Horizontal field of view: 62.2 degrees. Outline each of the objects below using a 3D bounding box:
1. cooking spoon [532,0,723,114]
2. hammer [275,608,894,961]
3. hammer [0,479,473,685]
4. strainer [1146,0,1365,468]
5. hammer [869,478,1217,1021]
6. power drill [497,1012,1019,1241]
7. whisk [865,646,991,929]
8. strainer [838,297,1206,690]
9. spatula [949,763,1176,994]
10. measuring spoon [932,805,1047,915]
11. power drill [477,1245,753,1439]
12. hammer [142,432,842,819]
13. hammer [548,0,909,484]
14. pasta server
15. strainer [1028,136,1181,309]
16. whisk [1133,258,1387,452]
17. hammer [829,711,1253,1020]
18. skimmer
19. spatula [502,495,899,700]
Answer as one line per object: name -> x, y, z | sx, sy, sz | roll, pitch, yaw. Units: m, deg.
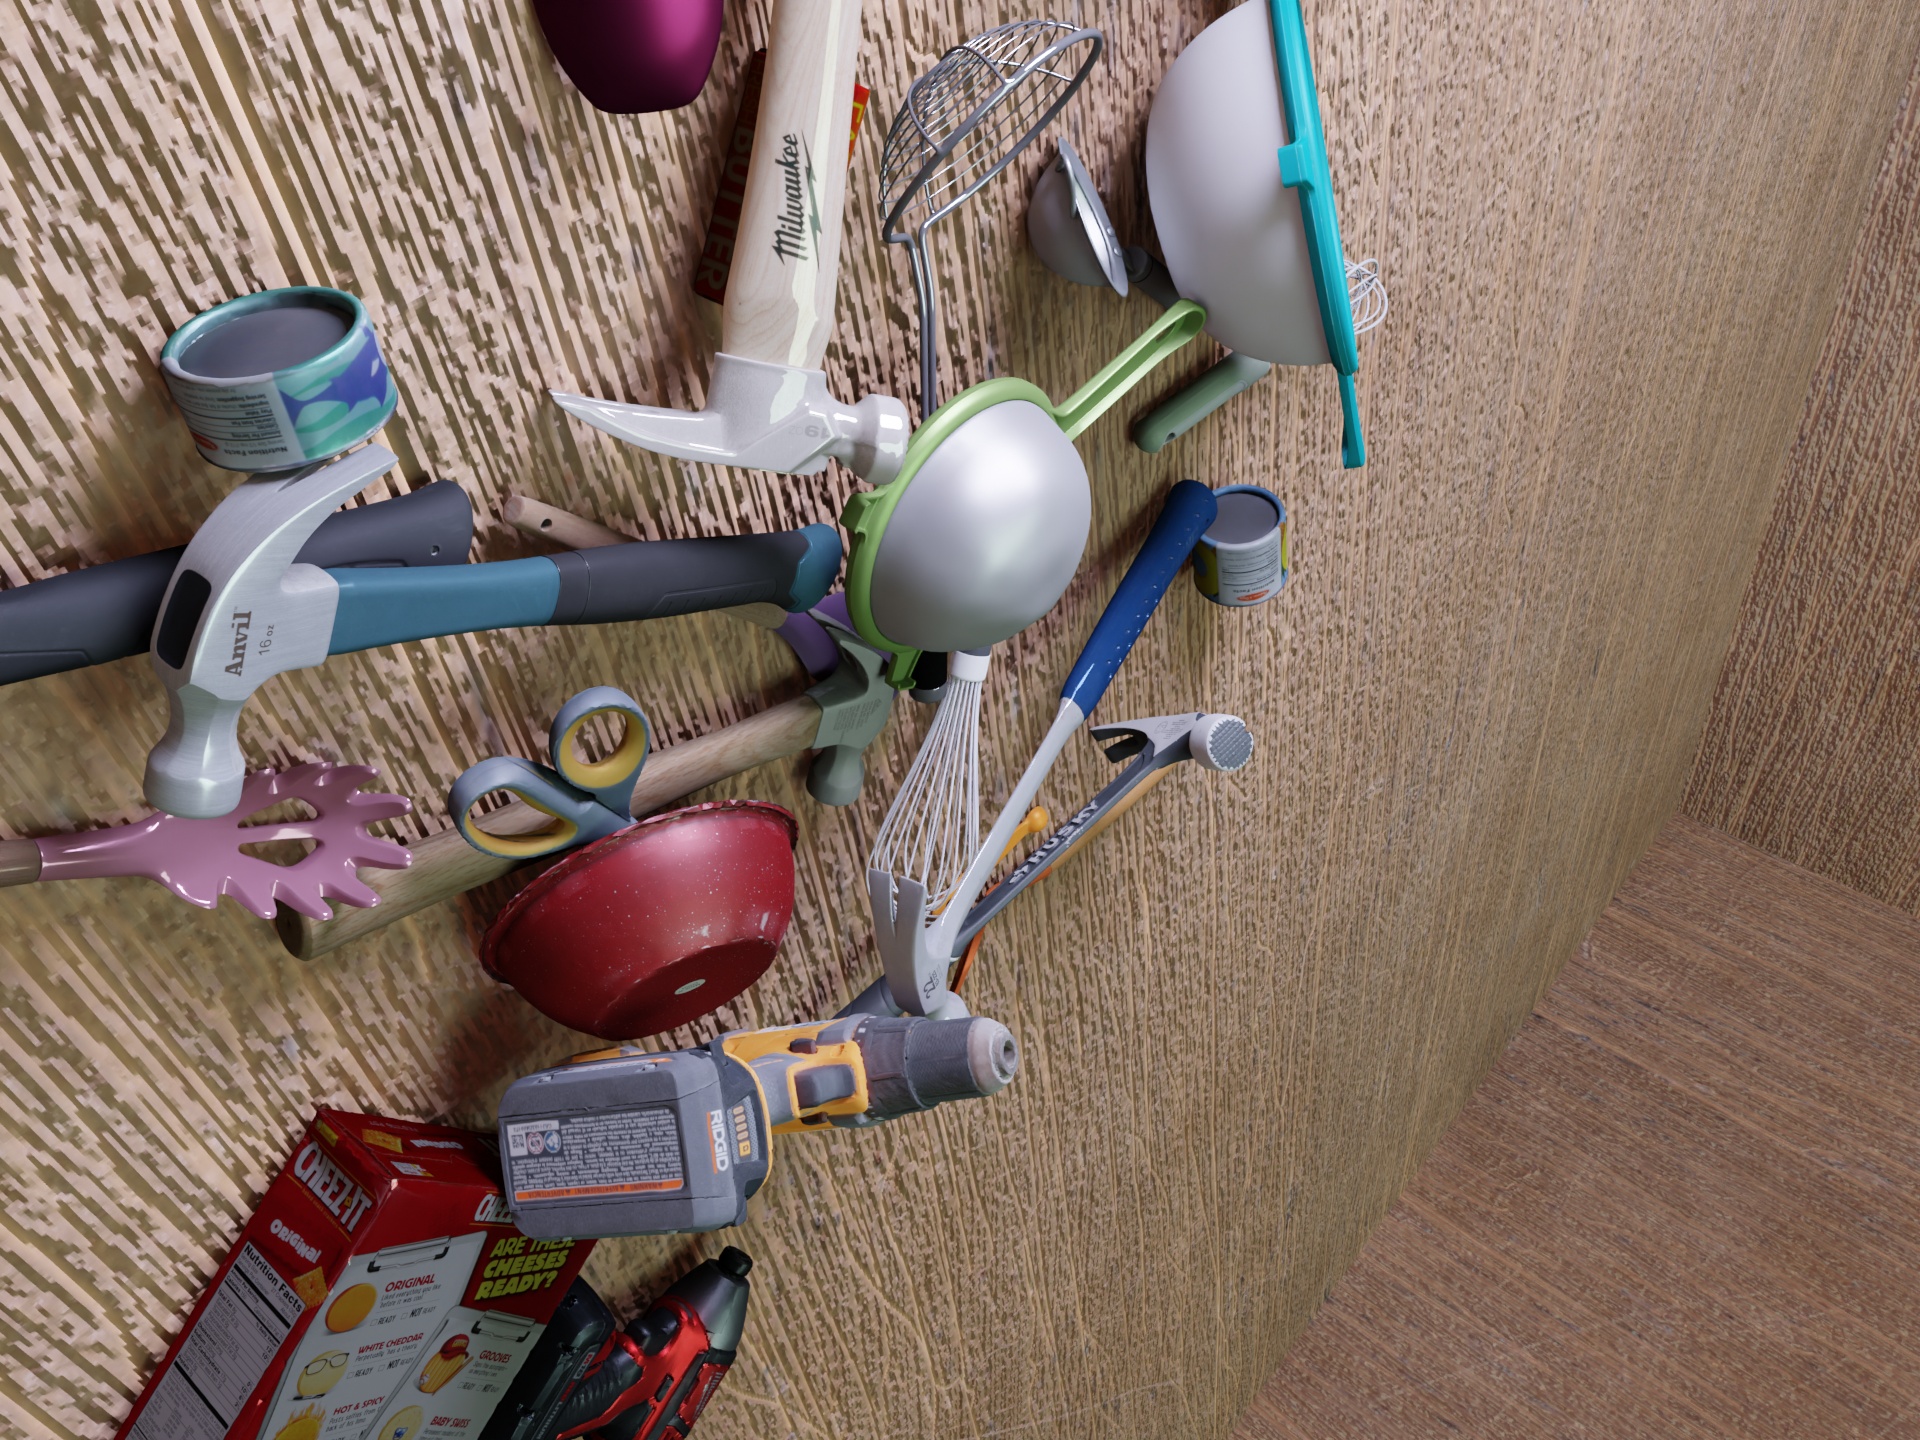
cooking spoon -> -0.123, -0.354, 0.497 | 0.068, 0.017, 0.318 | -10, 126, -9
hammer -> -0.156, 0.032, 0.745 | 0.331, 0.031, 0.130 | -23, 143, -42
hammer -> -0.296, -0.031, 0.492 | 0.335, 0.035, 0.146 | -26, 125, -47
strainer -> 0.171, -0.251, 0.910 | 0.340, 0.095, 0.211 | 59, 27, -54
hammer -> 0.062, -0.001, 0.957 | 0.406, 0.035, 0.143 | -58, 148, -30
power drill -> -0.090, 0.189, 0.790 | 0.226, 0.185, 0.084 | 2, 77, -64
whisk -> -0.002, -0.003, 0.931 | 0.070, 0.070, 0.284 | -11, 118, -52
strainer -> 0.054, -0.119, 0.787 | 0.256, 0.069, 0.151 | -44, 153, -18
spatula -> 0.081, 0.098, 1.138 | 0.322, 0.041, 0.081 | -36, 159, -37
measuring spoon -> 0.022, 0.098, 1.082 | 0.117, 0.011, 0.021 | -41, 143, -30
power drill -> -0.202, 0.364, 0.912 | 0.143, 0.079, 0.219 | -57, 151, -6
hammer -> -0.157, -0.051, 0.632 | 0.331, 0.033, 0.128 | -15, 129, -57
hammer -> -0.060, -0.300, 0.605 | 0.146, 0.038, 0.410 | 4, 107, -22
pasta server -> -0.328, 0.049, 0.518 | 0.316, 0.040, 0.060 | -3, 95, -53
strainer -> 0.092, -0.253, 0.881 | 0.258, 0.050, 0.087 | 4, 67, -62
whisk -> 0.198, -0.240, 1.042 | 0.246, 0.059, 0.057 | -38, 169, -26
hammer -> 0.004, 0.126, 1.006 | 0.409, 0.149, 0.036 | -40, 107, -17
skimmer -> 0.009, -0.153, 0.783 | 0.127, 0.090, 0.363 | -45, 146, -46
spatula -> -0.103, -0.060, 0.773 | 0.315, 0.018, 0.060 | 19, 97, -59
